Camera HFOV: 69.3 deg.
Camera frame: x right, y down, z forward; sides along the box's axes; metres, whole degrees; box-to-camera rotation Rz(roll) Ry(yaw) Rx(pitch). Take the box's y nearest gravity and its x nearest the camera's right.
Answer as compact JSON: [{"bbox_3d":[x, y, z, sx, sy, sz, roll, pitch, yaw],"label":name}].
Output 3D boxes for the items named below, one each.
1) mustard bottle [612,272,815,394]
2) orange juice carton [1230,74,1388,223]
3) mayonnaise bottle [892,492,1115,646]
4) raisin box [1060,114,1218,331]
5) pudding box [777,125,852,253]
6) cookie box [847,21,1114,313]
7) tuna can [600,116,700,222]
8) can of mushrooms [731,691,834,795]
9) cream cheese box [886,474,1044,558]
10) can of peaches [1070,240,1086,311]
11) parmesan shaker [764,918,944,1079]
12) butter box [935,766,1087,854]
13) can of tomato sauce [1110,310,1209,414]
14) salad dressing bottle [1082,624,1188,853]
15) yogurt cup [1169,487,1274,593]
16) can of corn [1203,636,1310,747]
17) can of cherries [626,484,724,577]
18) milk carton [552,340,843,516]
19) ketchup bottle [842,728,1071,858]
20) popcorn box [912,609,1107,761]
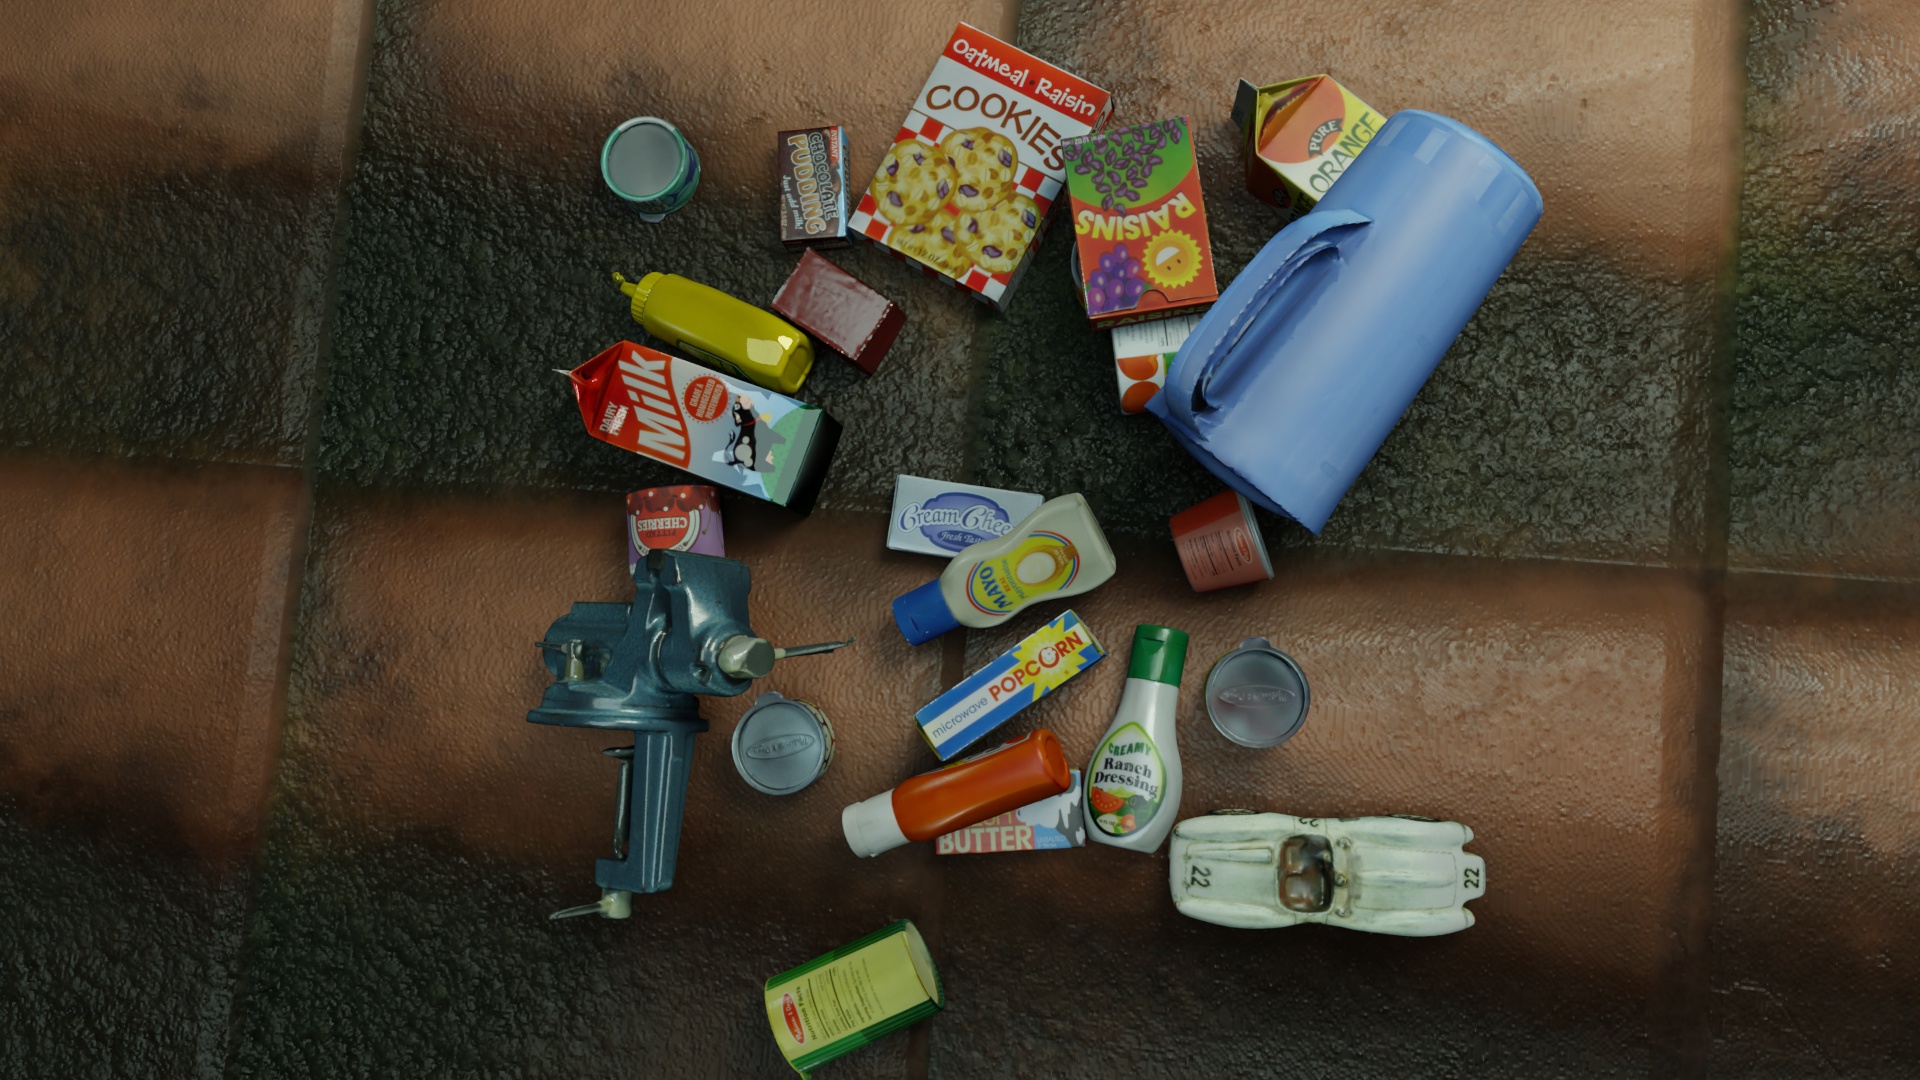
[{"bbox_3d":[-0.183,-0.155,0.989,0.160,0.065,0.049,25,83,14],"label":"mustard bottle"},{"bbox_3d":[0.261,-0.242,0.937,0.193,0.072,0.073,40,91,8],"label":"orange juice carton"},{"bbox_3d":[0.027,0.026,0.932,0.148,0.041,0.064,-26,102,12],"label":"mayonnaise bottle"},{"bbox_3d":[0.117,-0.206,0.907,0.086,0.040,0.123,-8,84,6],"label":"raisin box"},{"bbox_3d":[-0.105,-0.253,1.003,0.050,0.030,0.083,-2,85,6],"label":"pudding box"},{"bbox_3d":[0.015,-0.265,0.985,0.123,0.040,0.167,29,90,9],"label":"cookie box"},{"bbox_3d":[-0.228,-0.272,1.019,0.071,0.033,0.071,-1,84,7],"label":"tuna can"},{"bbox_3d":[-0.123,0.140,0.966,0.071,0.033,0.071,-1,85,8],"label":"can of mushrooms"},{"bbox_3d":[0.003,-0.012,0.970,0.104,0.024,0.053,9,85,8],"label":"cream cheese box"},{"bbox_3d":[0.110,-0.187,0.957,0.071,0.058,0.071,-1,85,8],"label":"can of peaches"},{"bbox_3d":[-0.069,0.306,0.927,0.103,0.071,0.071,-25,82,4],"label":"parmesan shaker"},{"bbox_3d":[0.033,0.185,0.947,0.103,0.024,0.053,-5,83,6],"label":"butter box"},{"bbox_3d":[0.147,-0.121,0.943,0.083,0.071,0.071,-7,84,7],"label":"can of tomato sauce"},{"bbox_3d":[0.121,0.131,0.926,0.064,0.044,0.148,7,78,27],"label":"salad dressing bottle"},{"bbox_3d":[0.174,0.002,0.929,0.054,0.072,0.072,-20,83,13],"label":"yogurt cup"},{"bbox_3d":[0.194,0.100,0.919,0.071,0.058,0.071,-1,85,7],"label":"can of corn"},{"bbox_3d":[-0.199,-0.006,0.970,0.071,0.071,0.058,-6,84,7],"label":"can of cherries"},{"bbox_3d":[-0.188,-0.084,0.976,0.191,0.072,0.073,20,88,9],"label":"milk carton"},{"bbox_3d":[-0.004,0.168,0.911,0.148,0.064,0.043,-23,76,12],"label":"ketchup bottle"},{"bbox_3d":[0.035,0.096,0.925,0.126,0.085,0.038,-34,81,3],"label":"popcorn box"}]
